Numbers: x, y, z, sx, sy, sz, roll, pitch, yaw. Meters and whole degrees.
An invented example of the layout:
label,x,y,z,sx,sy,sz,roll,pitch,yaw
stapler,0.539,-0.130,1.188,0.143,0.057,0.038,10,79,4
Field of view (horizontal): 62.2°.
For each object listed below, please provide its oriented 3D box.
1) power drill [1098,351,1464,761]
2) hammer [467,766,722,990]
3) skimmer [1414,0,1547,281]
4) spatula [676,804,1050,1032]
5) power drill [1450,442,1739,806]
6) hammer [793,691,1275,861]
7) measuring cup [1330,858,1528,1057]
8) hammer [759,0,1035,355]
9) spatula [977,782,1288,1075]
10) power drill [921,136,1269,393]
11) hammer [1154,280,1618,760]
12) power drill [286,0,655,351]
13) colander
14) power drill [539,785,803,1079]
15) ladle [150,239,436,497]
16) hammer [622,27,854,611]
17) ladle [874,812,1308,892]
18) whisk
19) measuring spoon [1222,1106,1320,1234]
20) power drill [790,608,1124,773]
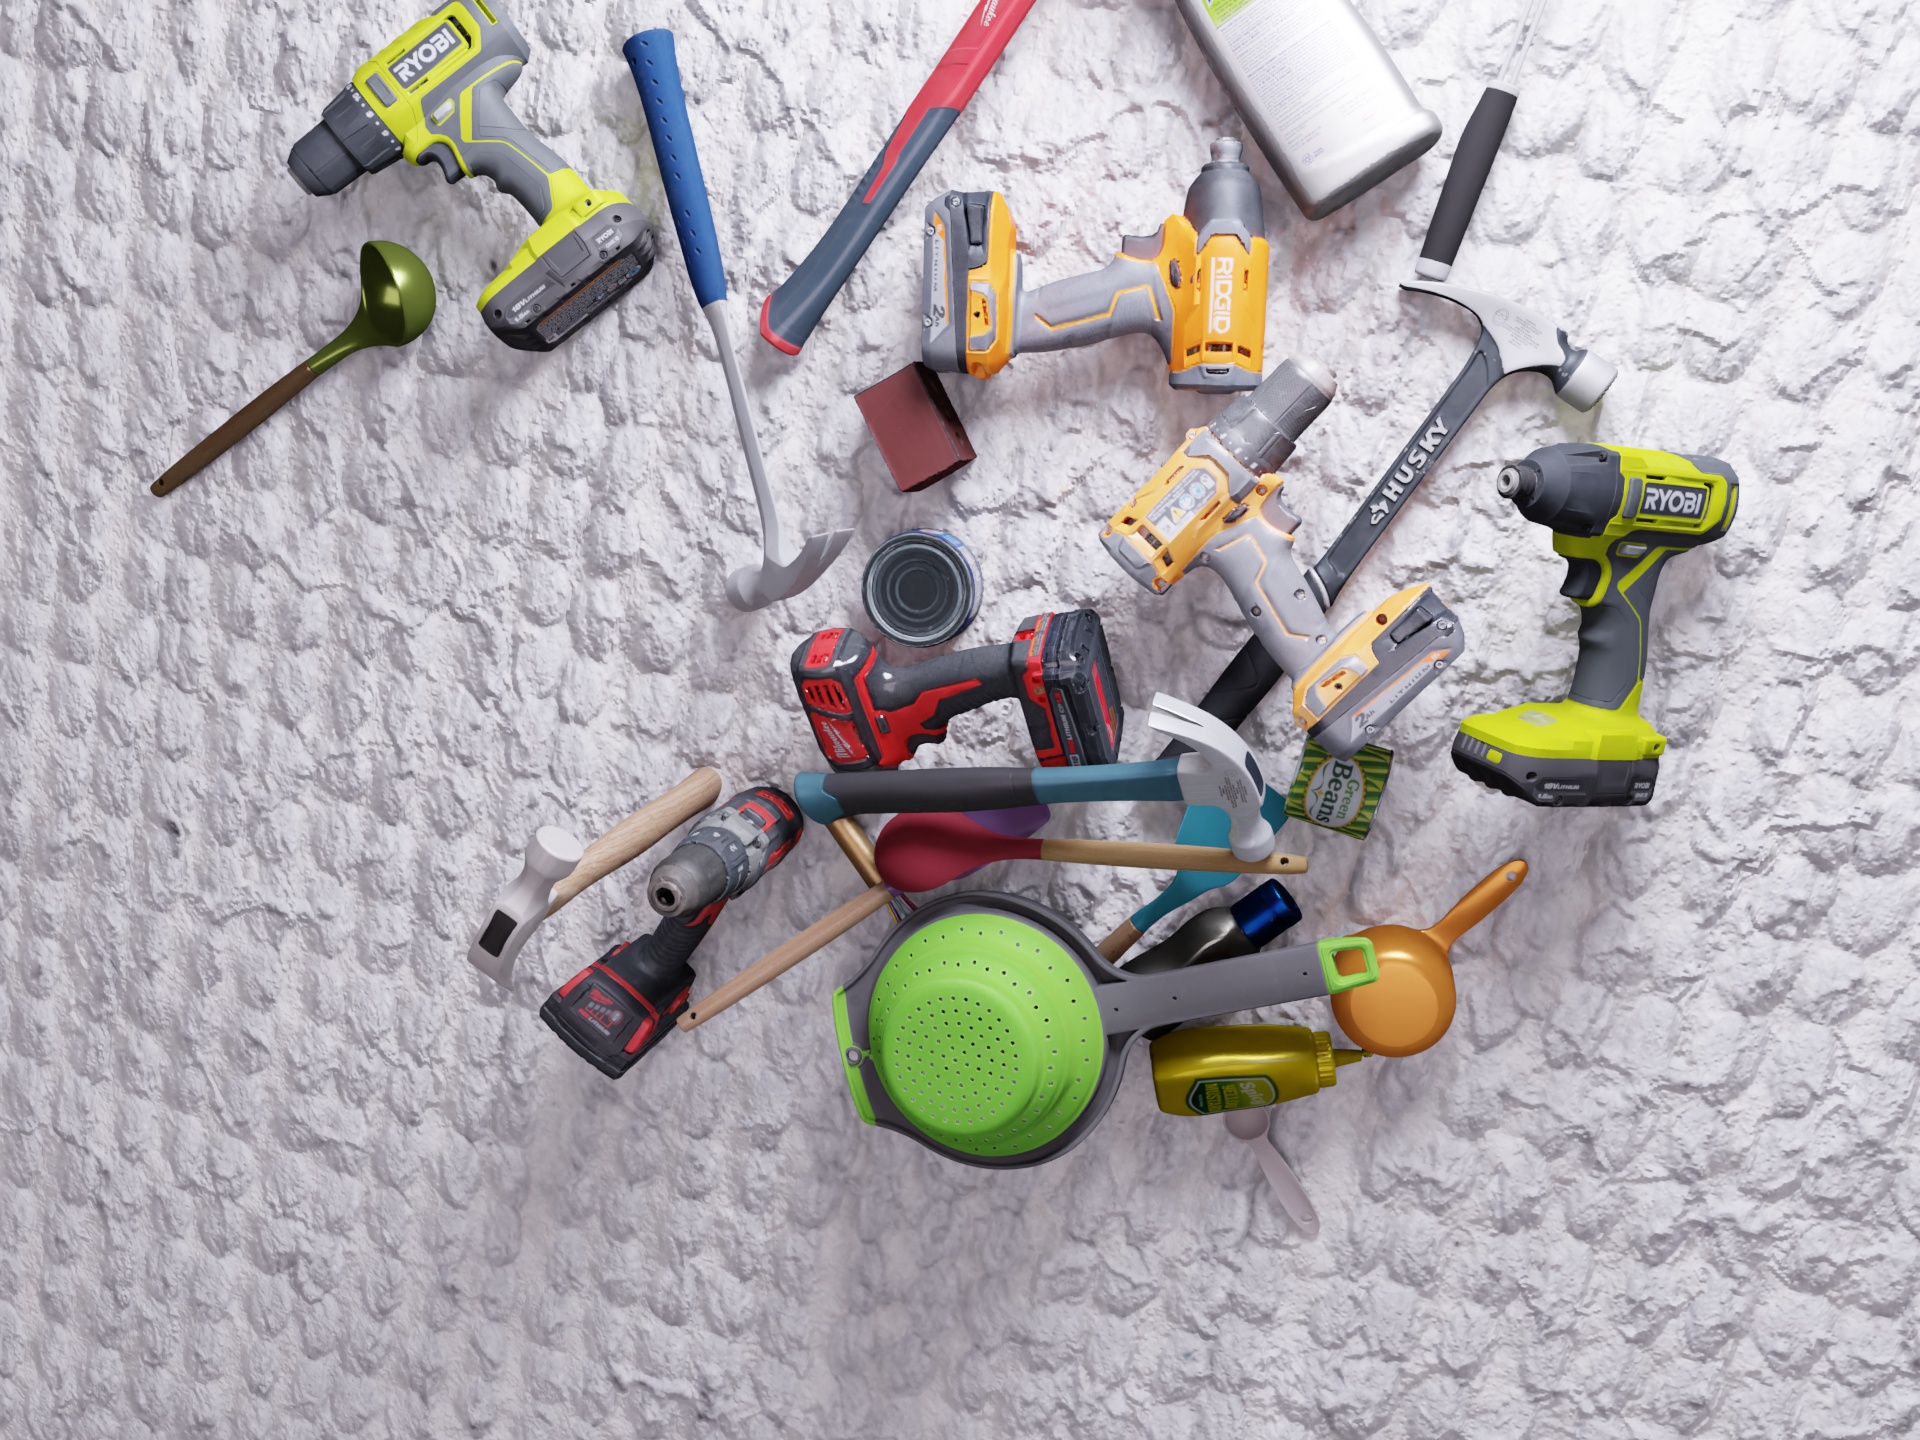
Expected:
label,x,y,z,sx,sy,sz,roll,pitch,yaw
power drill,0.228,-0.109,1.037,0.226,0.084,0.185,46,106,8
hammer,-0.235,0.089,1.081,0.031,0.331,0.130,37,107,3
skimmer,0.370,-0.445,0.967,0.127,0.090,0.363,12,108,-22
spatula,-0.076,0.137,1.174,0.316,0.018,0.060,-34,73,0
power drill,0.393,-0.063,1.010,0.171,0.080,0.223,1,105,-25
hammer,0.041,0.047,1.090,0.331,0.033,0.128,-4,129,21
measuring cup,0.331,0.163,1.108,0.095,0.052,0.173,43,108,2
hammer,-0.009,-0.402,1.069,0.386,0.038,0.143,-52,59,19
spatula,0.113,0.159,1.168,0.082,0.044,0.317,31,116,-24
power drill,0.092,-0.305,1.065,0.226,0.084,0.164,3,101,8
hammer,0.253,-0.109,1.086,0.149,0.036,0.409,37,106,5
power drill,-0.348,-0.380,1.135,0.190,0.080,0.228,-39,90,0
colander,0.085,0.208,1.092,0.397,0.094,0.204,-14,89,16
power drill,-0.215,0.156,1.168,0.080,0.188,0.226,39,110,4
ladle,-0.526,-0.260,1.228,0.320,0.062,0.078,-30,83,19
hammer,-0.168,-0.285,1.125,0.144,0.035,0.405,-11,93,55
ladle,0.083,0.094,1.117,0.315,0.031,0.069,2,67,18
whisk,-0.040,0.142,1.200,0.047,0.051,0.245,-36,86,6
measuring spoon,0.235,0.331,1.185,0.034,0.018,0.124,-29,100,16
power drill,-0.002,-0.004,1.132,0.220,0.079,0.143,-4,127,18
